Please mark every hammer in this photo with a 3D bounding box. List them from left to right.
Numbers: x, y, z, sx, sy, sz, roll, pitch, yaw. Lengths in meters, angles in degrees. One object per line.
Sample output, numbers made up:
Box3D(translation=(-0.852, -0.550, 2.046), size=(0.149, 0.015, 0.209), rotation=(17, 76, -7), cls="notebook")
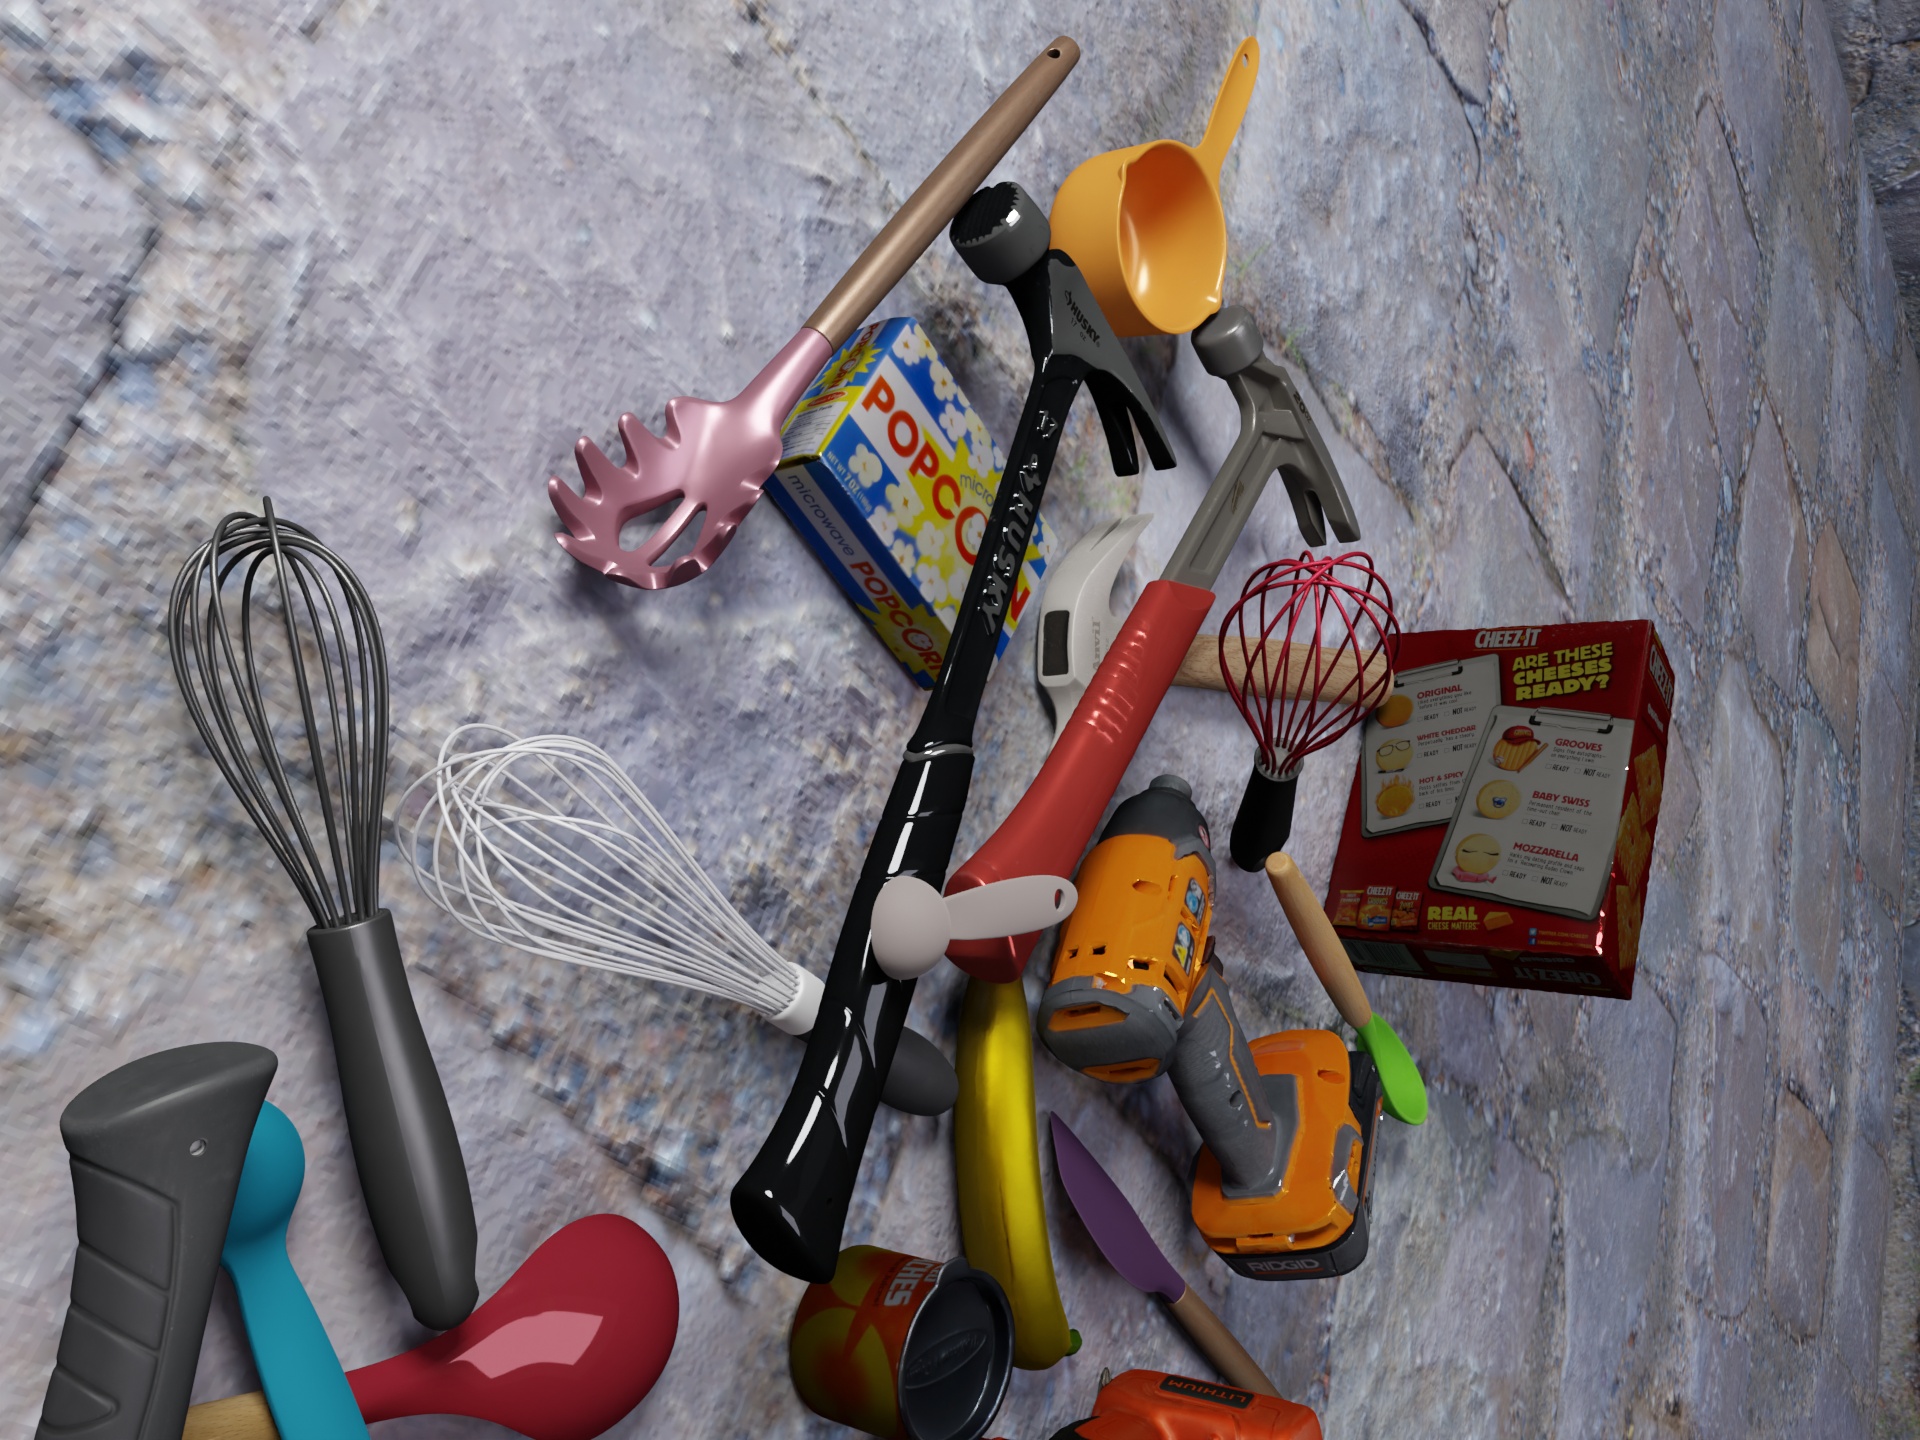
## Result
Box3D(translation=(-0.209, 0.242, 0.368), size=(0.146, 0.035, 0.335), rotation=(17, 81, -49), cls="hammer")
Box3D(translation=(-0.001, -0.002, 0.591), size=(0.149, 0.036, 0.409), rotation=(43, 54, -42), cls="hammer")
Box3D(translation=(0.091, -0.027, 0.720), size=(0.149, 0.037, 0.359), rotation=(55, 50, -31), cls="hammer")
Box3D(translation=(0.148, -0.032, 0.844), size=(0.331, 0.031, 0.130), rotation=(2, 87, -51), cls="hammer")

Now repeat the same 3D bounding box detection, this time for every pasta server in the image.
Box3D(translation=(-0.038, -0.161, 0.583), size=(0.316, 0.060, 0.040), rotation=(-55, 170, -24), cls="pasta server")

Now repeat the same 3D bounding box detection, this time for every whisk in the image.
Box3D(translation=(-0.167, 0.057, 0.439), size=(0.055, 0.055, 0.239), rotation=(-20, 101, -49), cls="whisk")
Box3D(translation=(-0.076, 0.084, 0.550), size=(0.284, 0.070, 0.070), rotation=(44, 56, -45), cls="whisk")
Box3D(translation=(0.150, 0.010, 0.734), size=(0.295, 0.073, 0.073), rotation=(81, 25, -63), cls="whisk")

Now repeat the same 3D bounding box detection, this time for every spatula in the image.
Box3D(translation=(0.115, 0.295, 0.786), size=(0.315, 0.018, 0.060), rotation=(55, 16, -35), cls="spatula")

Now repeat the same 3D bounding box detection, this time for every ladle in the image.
Box3D(translation=(-0.195, 0.187, 0.423), size=(0.315, 0.031, 0.069), rotation=(6, 77, -48), cls="ladle")

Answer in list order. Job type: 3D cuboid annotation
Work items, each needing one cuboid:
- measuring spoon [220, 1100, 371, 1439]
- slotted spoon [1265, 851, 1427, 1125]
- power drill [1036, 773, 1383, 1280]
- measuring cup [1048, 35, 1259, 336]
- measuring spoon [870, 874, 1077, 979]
Box3D(translation=(-0.175, 0.158, 0.421), size=(0.042, 0.021, 0.128), rotation=(-19, 84, -51), cls="measuring spoon")
Box3D(translation=(0.209, 0.147, 0.861), size=(0.313, 0.031, 0.070), rotation=(53, 22, -49), cls="slotted spoon")
Box3D(translation=(0.124, 0.143, 0.761), size=(0.226, 0.084, 0.164), rotation=(54, 37, -28), cls="power drill")
Box3D(translation=(0.097, -0.262, 0.769), size=(0.095, 0.052, 0.174), rotation=(42, 62, -41), cls="measuring cup")
Box3D(translation=(0.013, 0.068, 0.559), size=(0.124, 0.018, 0.034), rotation=(-1, 88, -54), cls="measuring spoon")
